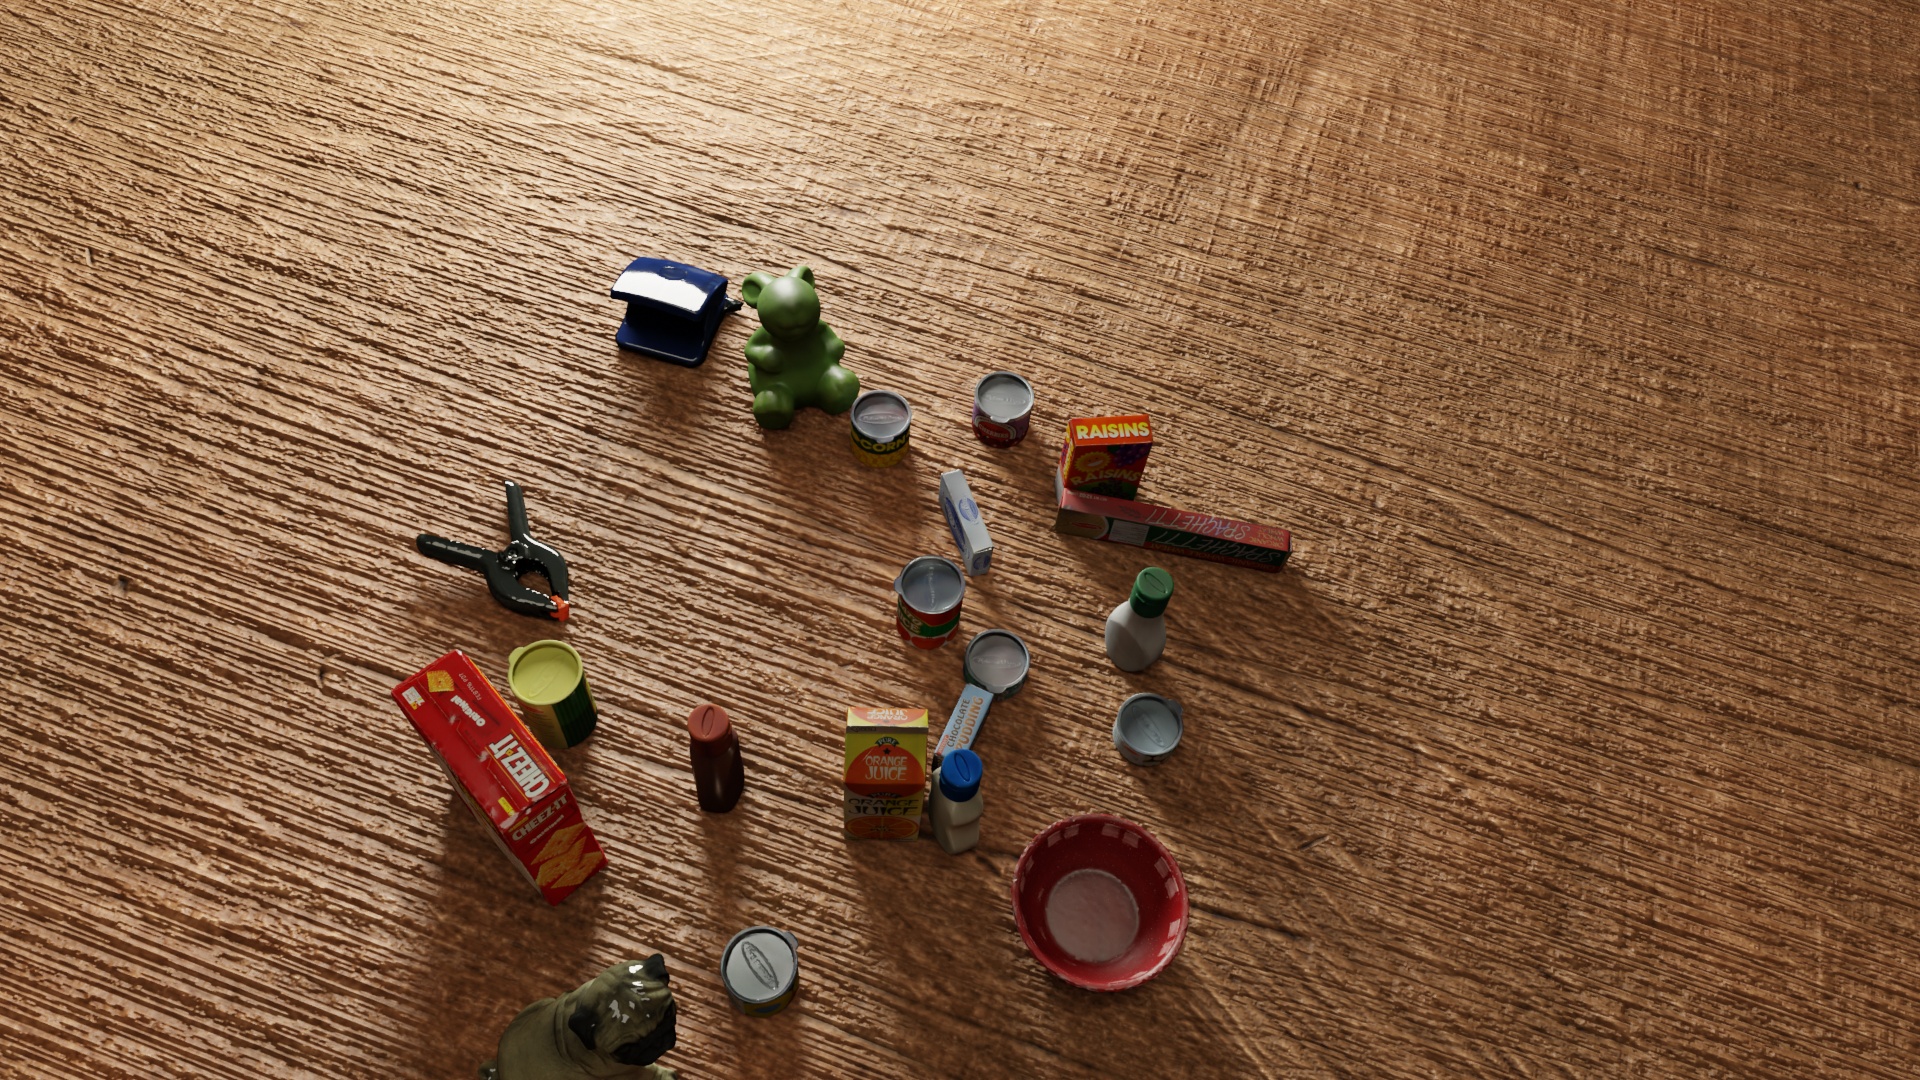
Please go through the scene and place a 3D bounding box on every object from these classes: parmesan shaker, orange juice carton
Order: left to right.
[{"bbox_3d":[-0.384,0.145,1.308,0.071,0.102,0.071,2,59,-4],"label":"parmesan shaker"},{"bbox_3d":[-0.068,0.204,1.247,0.072,0.191,0.073,2,59,-3],"label":"orange juice carton"}]

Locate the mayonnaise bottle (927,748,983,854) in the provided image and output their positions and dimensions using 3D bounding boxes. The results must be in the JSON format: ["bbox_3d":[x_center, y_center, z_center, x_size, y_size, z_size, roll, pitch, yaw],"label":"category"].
[{"bbox_3d":[-0.003,0.234,1.261,0.041,0.147,0.065,-18,62,-15],"label":"mayonnaise bottle"}]

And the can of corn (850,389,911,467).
[{"bbox_3d":[-0.087,-0.119,1.521,0.071,0.058,0.071,2,59,-4],"label":"can of corn"}]

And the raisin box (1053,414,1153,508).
[{"bbox_3d":[0.152,-0.083,1.481,0.086,0.122,0.040,-3,59,-7],"label":"raisin box"}]

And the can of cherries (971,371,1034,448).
[{"bbox_3d":[0.045,-0.143,1.547,0.071,0.058,0.072,2,59,-4],"label":"can of cherries"}]

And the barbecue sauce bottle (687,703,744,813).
[{"bbox_3d":[-0.223,0.195,1.265,0.044,0.147,0.065,7,59,-1],"label":"barbecue sauce bottle"}]

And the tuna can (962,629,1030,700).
[{"bbox_3d":[0.036,0.128,1.396,0.071,0.032,0.071,2,59,-4],"label":"tuna can"}]

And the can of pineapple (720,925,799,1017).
[{"bbox_3d":[-0.172,0.376,1.212,0.071,0.057,0.071,2,59,-4],"label":"can of pineapple"}]

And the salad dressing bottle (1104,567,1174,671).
[{"bbox_3d":[0.179,0.078,1.372,0.044,0.147,0.064,-36,68,-23],"label":"salad dressing bottle"}]

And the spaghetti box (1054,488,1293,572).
[{"bbox_3d":[0.227,-0.010,1.486,0.250,0.050,0.029,11,59,1],"label":"spaghetti box"}]

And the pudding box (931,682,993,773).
[{"bbox_3d":[0.002,0.186,1.347,0.030,0.049,0.084,22,60,8],"label":"pudding box"}]

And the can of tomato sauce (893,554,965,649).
[{"bbox_3d":[-0.033,0.064,1.399,0.071,0.082,0.071,2,59,-4],"label":"can of tomato sauce"}]

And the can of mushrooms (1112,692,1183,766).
[{"bbox_3d":[0.187,0.186,1.373,0.071,0.033,0.071,2,59,-4],"label":"can of mushrooms"}]

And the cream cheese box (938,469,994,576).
[{"bbox_3d":[0.005,-0.018,1.470,0.024,0.053,0.104,-15,61,-13],"label":"cream cheese box"}]
